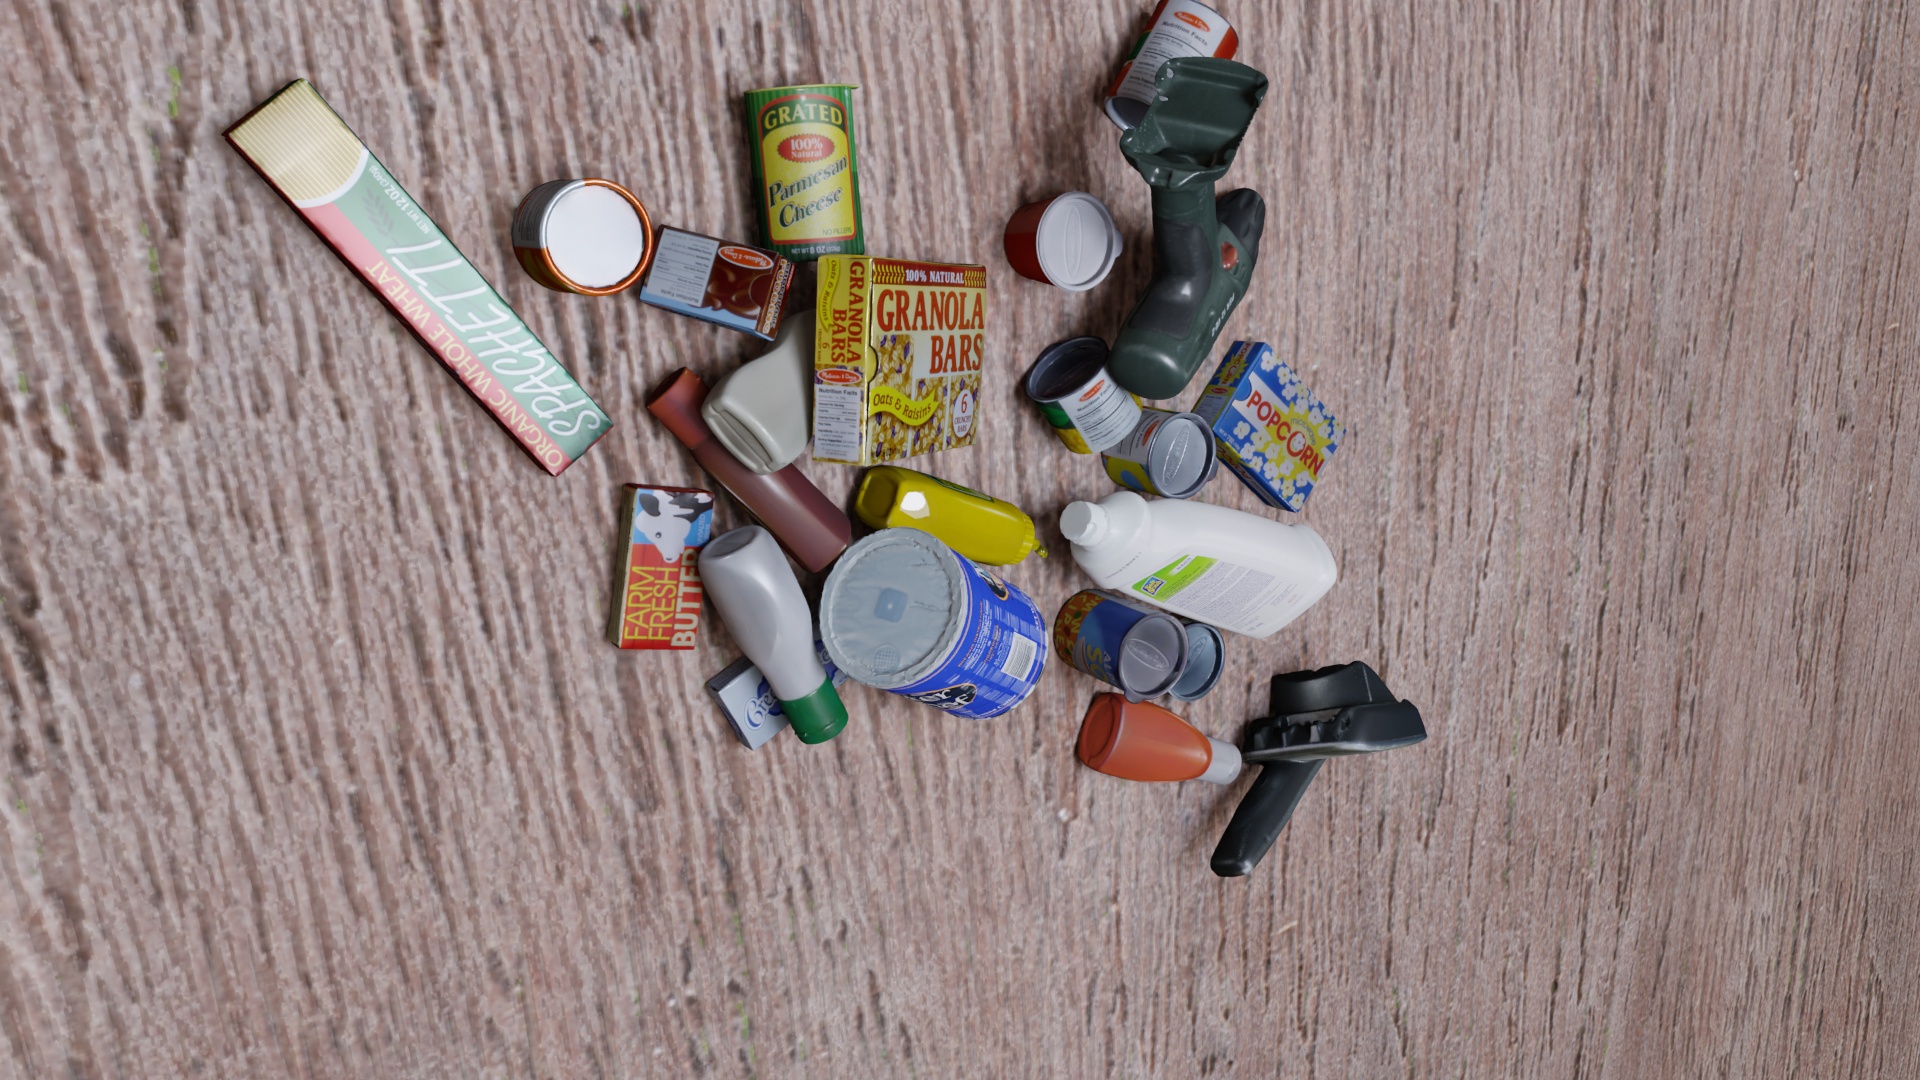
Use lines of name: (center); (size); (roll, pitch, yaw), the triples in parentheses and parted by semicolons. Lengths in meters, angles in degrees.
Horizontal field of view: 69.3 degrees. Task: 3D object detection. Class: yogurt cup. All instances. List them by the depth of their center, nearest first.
yogurt cup: (0.068, -0.209, 0.973); (0.072, 0.054, 0.072); (-8, 105, -31)

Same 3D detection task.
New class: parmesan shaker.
parmesan shaker: (-0.093, -0.226, 0.858); (0.071, 0.071, 0.102); (-13, 107, -30)

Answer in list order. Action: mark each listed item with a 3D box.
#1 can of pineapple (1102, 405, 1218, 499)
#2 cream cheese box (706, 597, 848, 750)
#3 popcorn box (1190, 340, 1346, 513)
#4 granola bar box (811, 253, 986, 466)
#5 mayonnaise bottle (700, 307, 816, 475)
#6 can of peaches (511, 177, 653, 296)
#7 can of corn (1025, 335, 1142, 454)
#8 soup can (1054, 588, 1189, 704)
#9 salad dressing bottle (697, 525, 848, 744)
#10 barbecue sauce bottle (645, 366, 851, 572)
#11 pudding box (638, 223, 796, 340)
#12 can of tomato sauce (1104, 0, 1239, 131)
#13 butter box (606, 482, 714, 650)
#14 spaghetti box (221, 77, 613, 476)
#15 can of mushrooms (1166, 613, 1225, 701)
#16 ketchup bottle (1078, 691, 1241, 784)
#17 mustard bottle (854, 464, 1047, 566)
can of pineapple: (0.151, -0.066, 1.055); (0.071, 0.058, 0.070); (-8, 105, -31)
cream cheese box: (-0.115, 0.089, 0.939); (0.104, 0.024, 0.053); (-37, 116, -21)
popcorn box: (0.249, -0.091, 1.124); (0.126, 0.038, 0.085); (38, 81, -33)
granola bar box: (-0.035, -0.117, 0.887); (0.166, 0.039, 0.124); (-19, 114, -64)
mayonnaise bottle: (-0.098, -0.109, 0.866); (0.064, 0.041, 0.149); (49, 49, -19)
can of peaches: (-0.215, -0.173, 0.798); (0.071, 0.058, 0.071); (-7, 104, -31)
can of corn: (0.089, -0.106, 1.003); (0.071, 0.071, 0.058); (-49, 126, -14)
soup can: (0.119, 0.079, 1.050); (0.071, 0.084, 0.071); (-8, 105, -31)
salad dressing bottle: (-0.116, 0.063, 0.887); (0.044, 0.064, 0.147); (-44, 122, -39)
barbecue sauce bottle: (-0.133, -0.046, 0.878); (0.043, 0.065, 0.148); (-42, 112, 4)
pudding box: (-0.146, -0.154, 0.832); (0.030, 0.084, 0.049); (15, 92, -74)
can of tomato sauce: (0.150, -0.332, 0.993); (0.071, 0.071, 0.083); (33, 83, -33)
butter box: (-0.189, 0.017, 0.876); (0.053, 0.024, 0.103); (3, 98, -33)
spaghetti box: (-0.293, -0.138, 0.773); (0.050, 0.029, 0.249); (-46, 120, -15)
can of mushrooms: (0.178, 0.093, 1.121); (0.071, 0.033, 0.071); (-8, 105, -31)
ketchup bottle: (0.165, 0.168, 1.124); (0.149, 0.043, 0.064); (19, 91, -34)
mustard bottle: (0.003, -0.012, 0.972); (0.160, 0.065, 0.048); (16, 96, -40)
